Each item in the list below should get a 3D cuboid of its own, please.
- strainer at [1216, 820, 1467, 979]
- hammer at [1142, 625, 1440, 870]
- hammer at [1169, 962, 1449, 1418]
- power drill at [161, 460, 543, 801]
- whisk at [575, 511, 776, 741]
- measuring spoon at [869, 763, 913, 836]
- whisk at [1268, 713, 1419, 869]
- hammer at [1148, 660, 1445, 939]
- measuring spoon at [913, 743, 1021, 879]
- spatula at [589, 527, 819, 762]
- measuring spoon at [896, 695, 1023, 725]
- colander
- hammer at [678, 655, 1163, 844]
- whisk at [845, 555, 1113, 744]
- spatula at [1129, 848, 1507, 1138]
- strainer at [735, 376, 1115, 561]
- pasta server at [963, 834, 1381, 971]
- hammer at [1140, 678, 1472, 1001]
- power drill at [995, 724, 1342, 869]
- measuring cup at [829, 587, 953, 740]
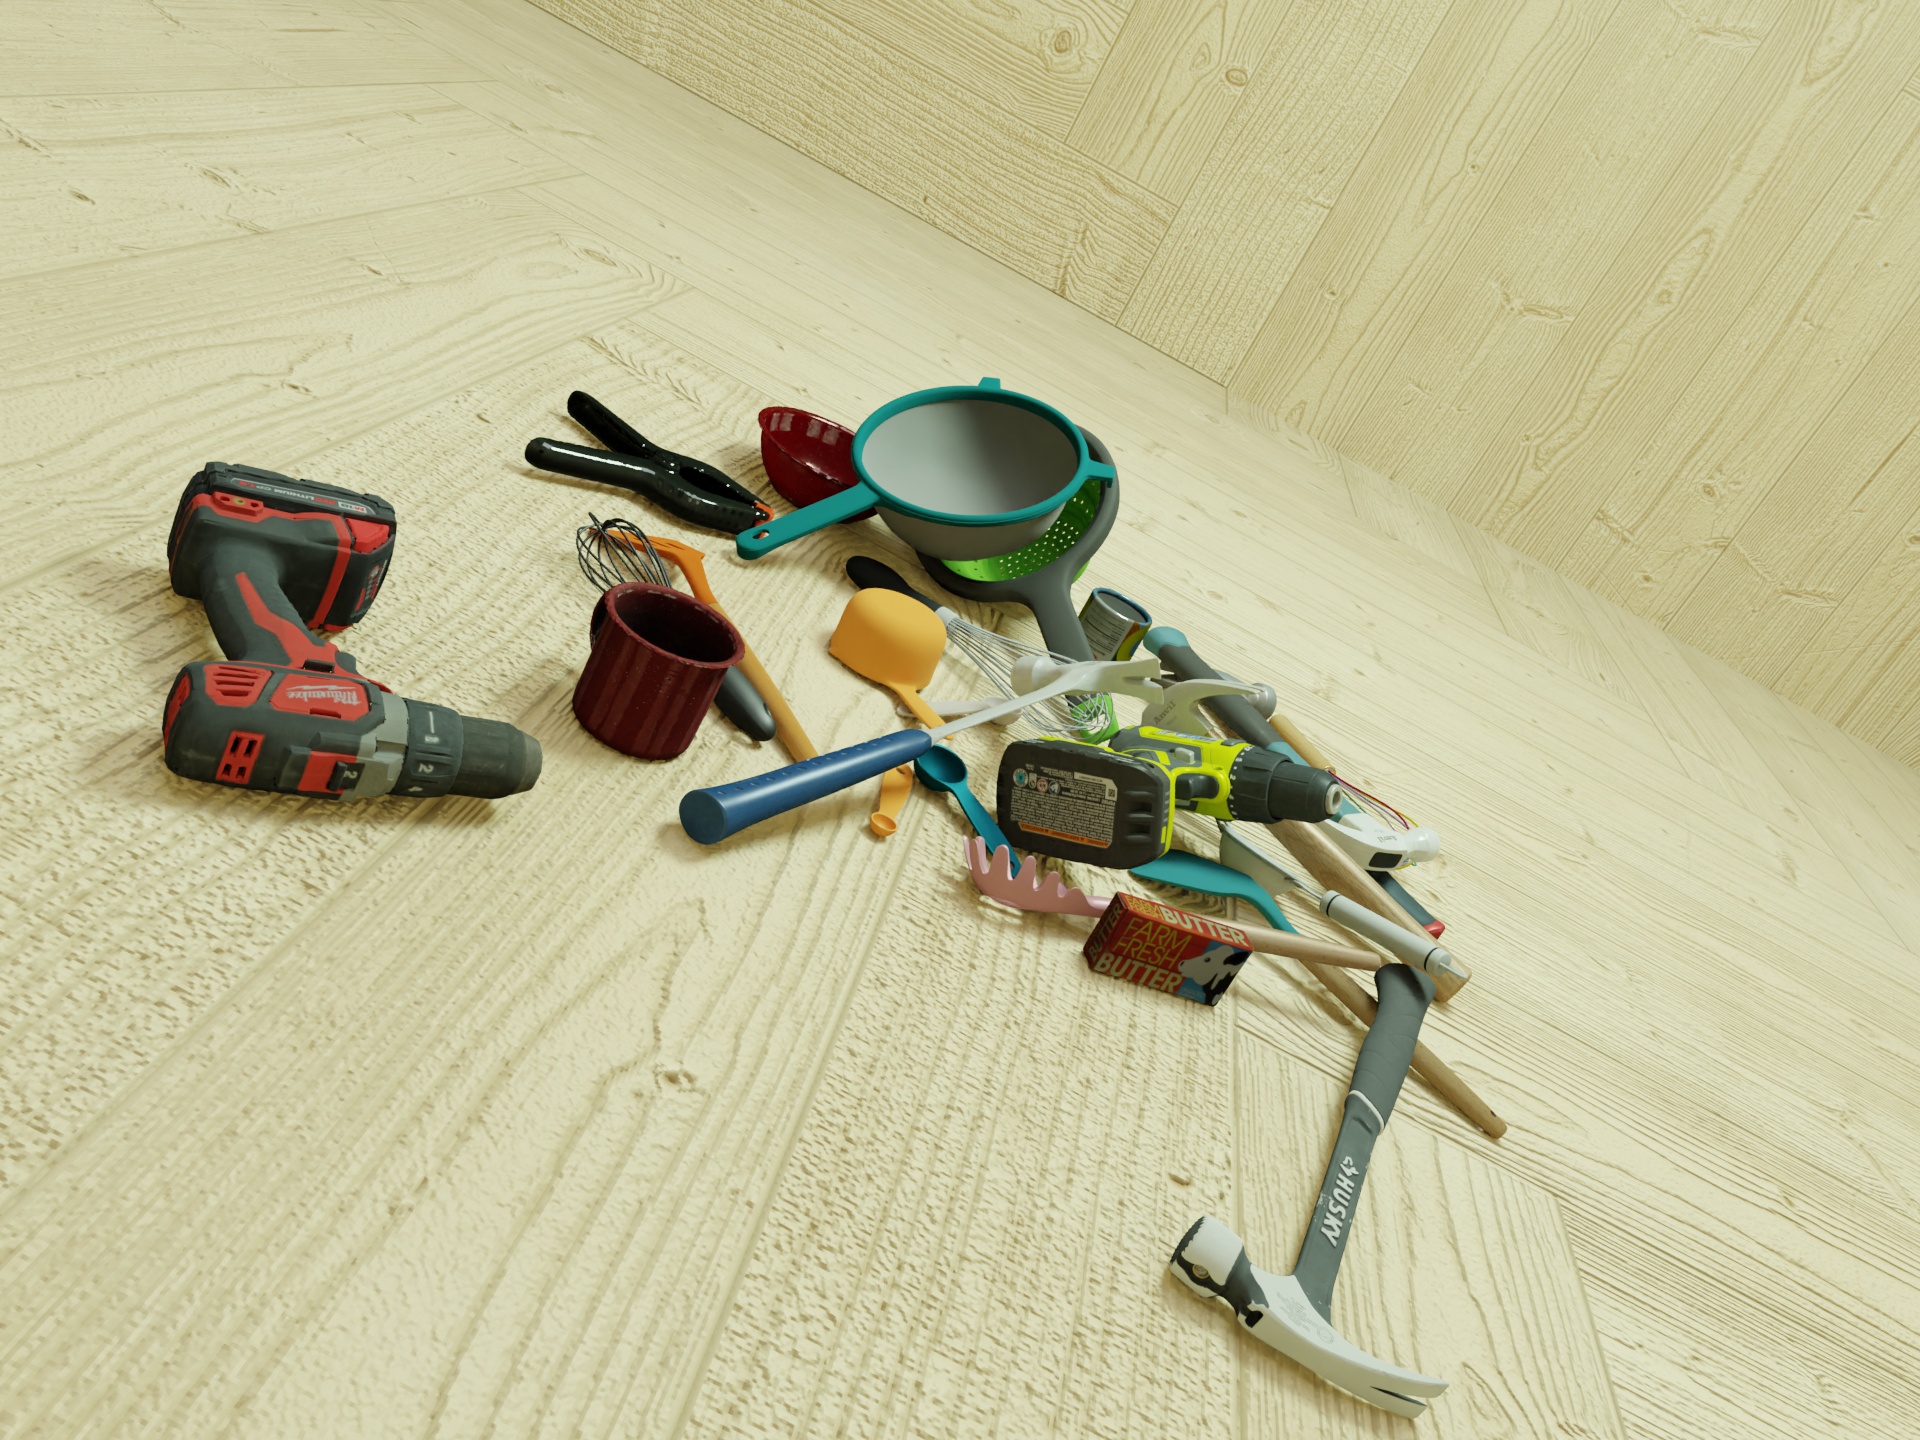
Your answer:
[{"bbox_3d":[0.270,0.135,1.188,0.086,0.050,0.259,30,0,-42],"label":"strainer"},{"bbox_3d":[0.271,0.018,1.408,0.128,0.033,0.331,-2,37,-36],"label":"hammer"},{"bbox_3d":[0.249,0.253,0.972,0.149,0.036,0.409,35,29,9],"label":"hammer"},{"bbox_3d":[-0.340,-0.039,0.879,0.187,0.080,0.227,10,33,-36],"label":"power drill"},{"bbox_3d":[-0.201,-0.068,1.125,0.055,0.055,0.239,-5,45,-52],"label":"whisk"},{"bbox_3d":[-0.048,0.054,1.101,0.021,0.011,0.117,27,21,-5],"label":"measuring spoon"},{"bbox_3d":[0.358,0.062,1.493,0.051,0.047,0.245,13,25,-29],"label":"whisk"},{"bbox_3d":[0.301,0.070,1.419,0.143,0.038,0.387,13,29,-30],"label":"hammer"},{"bbox_3d":[0.005,0.069,1.126,0.042,0.021,0.129,-5,50,-43],"label":"measuring spoon"},{"bbox_3d":[-0.176,-0.058,1.164,0.081,0.041,0.323,4,38,-43],"label":"spatula"},{"bbox_3d":[-0.002,-0.004,1.262,0.124,0.018,0.034,-3,28,-40],"label":"measuring spoon"},{"bbox_3d":[0.084,-0.120,1.480,0.094,0.204,0.398,54,15,-53],"label":"colander"},{"bbox_3d":[-0.018,0.010,1.081,0.144,0.035,0.405,1,14,41],"label":"hammer"},{"bbox_3d":[0.012,-0.069,1.348,0.285,0.070,0.070,34,24,22],"label":"whisk"},{"bbox_3d":[0.263,0.192,1.159,0.318,0.044,0.082,43,26,18],"label":"spatula"},{"bbox_3d":[-0.045,-0.183,1.408,0.340,0.095,0.211,-26,51,-25],"label":"strainer"},{"bbox_3d":[0.148,0.130,1.083,0.316,0.040,0.060,13,-1,-15],"label":"pasta server"},{"bbox_3d":[0.278,0.094,1.280,0.331,0.130,0.031,45,25,13],"label":"hammer"},{"bbox_3d":[0.154,0.051,1.173,0.191,0.080,0.228,10,11,38],"label":"power drill"},{"bbox_3d":[-0.037,-0.048,1.239,0.095,0.052,0.174,9,25,-34],"label":"measuring cup"}]
